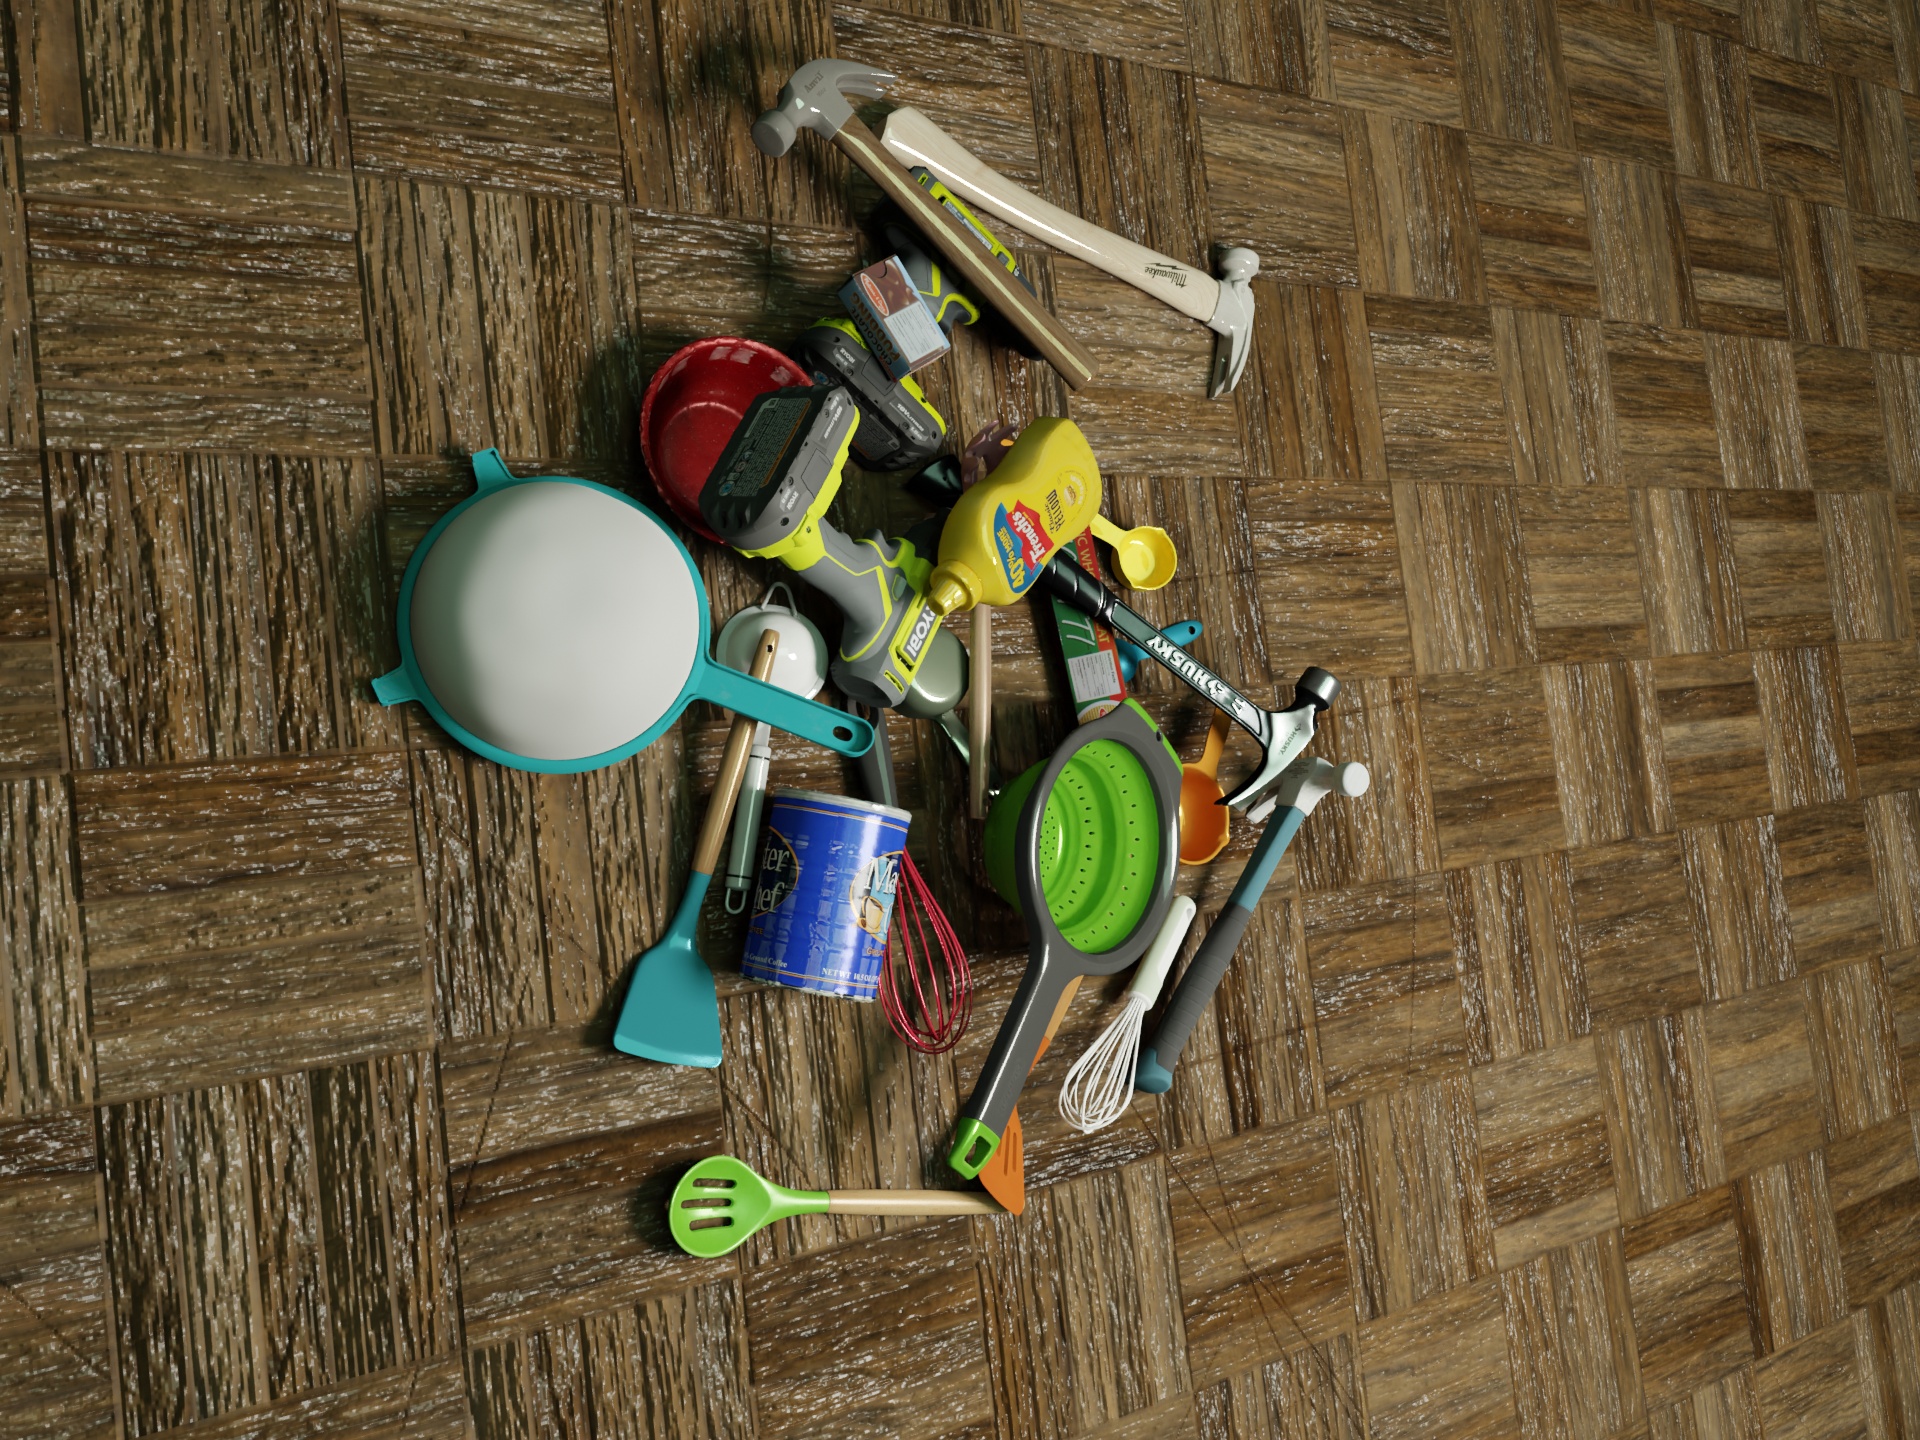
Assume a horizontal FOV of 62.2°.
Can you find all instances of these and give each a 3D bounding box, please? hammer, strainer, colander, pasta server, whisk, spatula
[{"bbox_3d":[0.237,0.175,1.384,0.033,0.128,0.331,37,74,-22],"label":"hammer"},{"bbox_3d":[-0.210,-0.051,1.077,0.340,0.095,0.211,22,75,-10],"label":"strainer"},{"bbox_3d":[-0.010,-0.388,1.262,0.331,0.031,0.130,41,59,-19],"label":"hammer"},{"bbox_3d":[0.052,0.164,1.247,0.204,0.094,0.397,49,55,-37],"label":"colander"},{"bbox_3d":[0.021,-0.080,1.271,0.060,0.040,0.316,4,85,-45],"label":"pasta server"},{"bbox_3d":[0.147,0.241,1.333,0.246,0.059,0.057,-57,138,-37],"label":"whisk"},{"bbox_3d":[-0.175,0.086,1.148,0.082,0.044,0.317,17,84,-25],"label":"spatula"},{"bbox_3d":[0.127,-0.086,1.337,0.408,0.036,0.149,36,81,-9],"label":"hammer"},{"bbox_3d":[0.100,-0.424,1.417,0.410,0.038,0.146,17,76,-29],"label":"hammer"},{"bbox_3d":[0.085,0.243,1.310,0.323,0.041,0.080,-61,138,-25],"label":"spatula"},{"bbox_3d":[-0.049,0.112,1.236,0.073,0.073,0.296,-9,82,-33],"label":"whisk"},{"bbox_3d":[-0.149,0.017,1.194,0.086,0.050,0.258,10,81,-15],"label":"strainer"}]

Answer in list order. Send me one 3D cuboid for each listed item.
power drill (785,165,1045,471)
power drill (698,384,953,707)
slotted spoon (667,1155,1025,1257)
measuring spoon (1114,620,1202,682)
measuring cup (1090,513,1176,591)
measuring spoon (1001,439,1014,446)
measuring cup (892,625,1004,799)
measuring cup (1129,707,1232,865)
[{"bbox_3d":[-0.025,-0.315,1.298,0.190,0.080,0.229,42,61,-20],"label":"power drill"},{"bbox_3d":[-0.081,-0.138,1.179,0.223,0.080,0.171,48,58,-45],"label":"power drill"},{"bbox_3d":[-0.080,0.364,1.196,0.313,0.031,0.070,11,78,-33],"label":"slotted spoon"},{"bbox_3d":[0.175,-0.067,1.421,0.128,0.021,0.042,-23,96,-32],"label":"measuring spoon"},{"bbox_3d":[0.120,-0.167,1.404,0.156,0.029,0.062,30,76,-13],"label":"measuring cup"},{"bbox_3d":[0.078,-0.216,1.387,0.116,0.011,0.021,26,70,-27],"label":"measuring spoon"},{"bbox_3d":[-0.002,-0.004,1.289,0.083,0.038,0.167,-41,103,-30],"label":"measuring cup"},{"bbox_3d":[0.200,0.049,1.406,0.095,0.052,0.174,35,62,-24],"label":"measuring cup"}]
